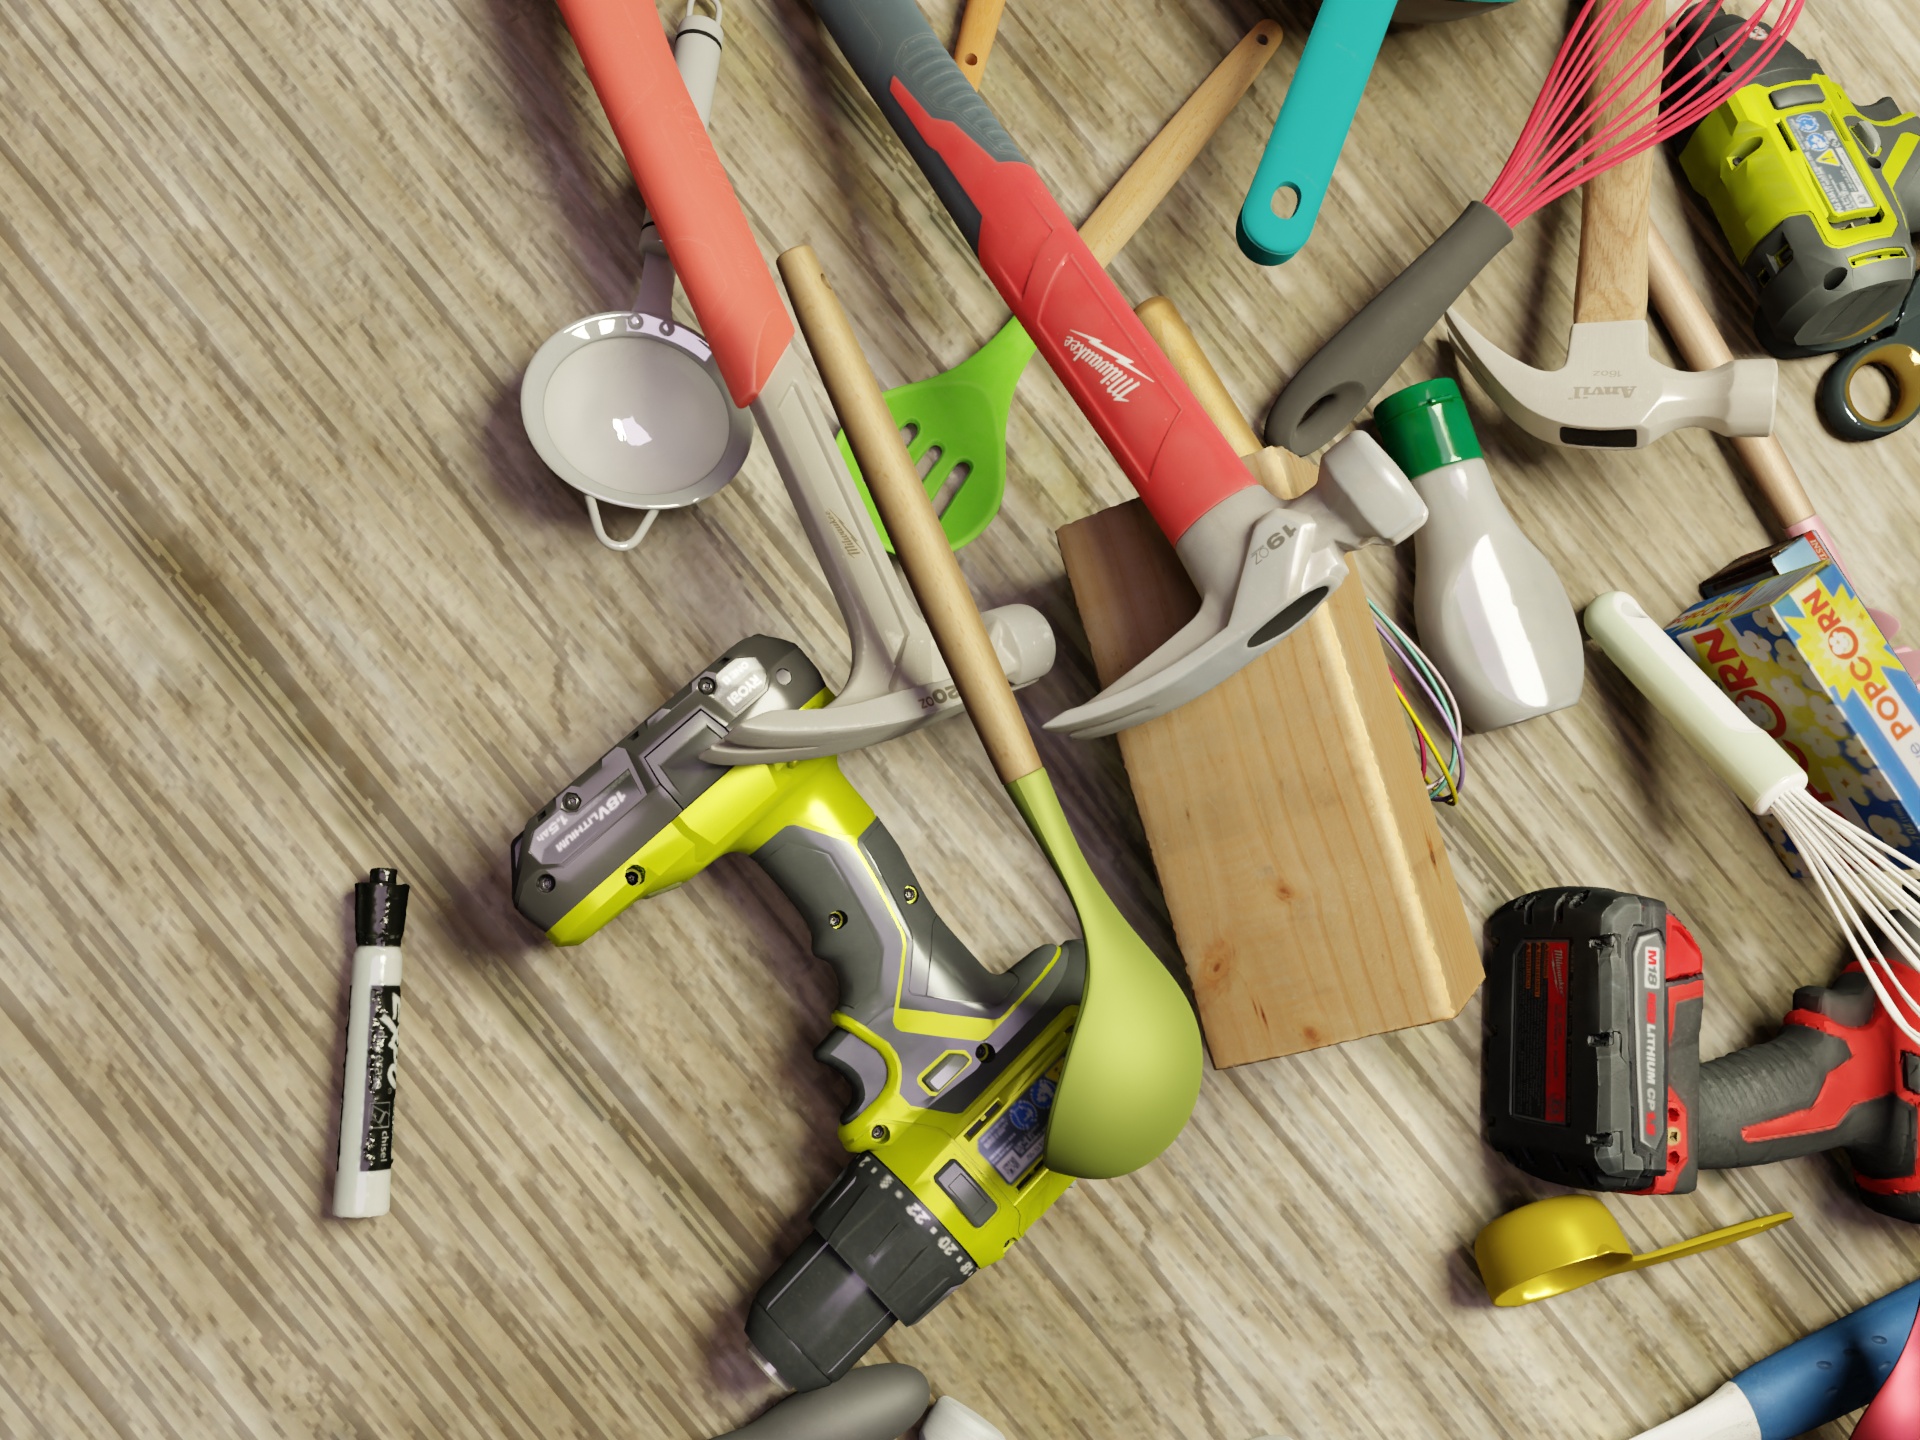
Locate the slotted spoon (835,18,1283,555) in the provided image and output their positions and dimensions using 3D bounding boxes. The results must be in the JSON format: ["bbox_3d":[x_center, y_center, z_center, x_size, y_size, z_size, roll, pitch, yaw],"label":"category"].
[{"bbox_3d":[0.050,-0.188,0.667,0.070,0.031,0.314,38,74,-4],"label":"slotted spoon"}]

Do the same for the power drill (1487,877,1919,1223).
[{"bbox_3d":[0.333,0.128,0.649,0.219,0.078,0.143,7,81,-14],"label":"power drill"}]

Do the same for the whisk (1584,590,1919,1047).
[{"bbox_3d":[0.330,0.035,0.628,0.057,0.059,0.247,-5,48,-32],"label":"whisk"}]

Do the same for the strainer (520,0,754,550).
[{"bbox_3d":[-0.116,-0.178,0.624,0.086,0.050,0.259,10,73,-15],"label":"strainer"}]

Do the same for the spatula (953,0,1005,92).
[{"bbox_3d":[0.040,-0.419,0.696,0.081,0.041,0.323,16,79,-10],"label":"spatula"}]

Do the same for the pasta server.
[{"bbox_3d":[0.373,-0.117,0.717,0.040,0.060,0.316,-29,84,19],"label":"pasta server"}]

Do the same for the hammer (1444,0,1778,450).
[{"bbox_3d":[0.291,-0.269,0.708,0.130,0.031,0.331,2,69,23],"label":"hammer"}]

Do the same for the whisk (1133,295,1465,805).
[{"bbox_3d":[0.137,-0.069,0.661,0.047,0.051,0.245,-18,76,-58],"label":"whisk"}]

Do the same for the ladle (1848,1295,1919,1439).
[{"bbox_3d":[0.381,0.164,0.608,0.069,0.031,0.315,9,86,-18],"label":"ladle"}]

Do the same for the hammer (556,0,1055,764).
[{"bbox_3d":[-0.092,-0.159,0.575,0.149,0.036,0.359,-16,78,-43],"label":"hammer"}]

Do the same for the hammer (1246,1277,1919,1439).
[{"bbox_3d":[0.305,0.287,0.635,0.405,0.035,0.144,-18,84,-14],"label":"hammer"}]

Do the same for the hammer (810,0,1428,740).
[{"bbox_3d":[0.006,-0.178,0.597,0.143,0.038,0.387,-38,66,18],"label":"hammer"}]

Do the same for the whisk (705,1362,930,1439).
[{"bbox_3d":[-0.142,0.279,0.537,0.284,0.070,0.070,-15,84,-18],"label":"whisk"}]

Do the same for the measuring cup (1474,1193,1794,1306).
[{"bbox_3d":[0.275,0.204,0.643,0.156,0.062,0.029,-3,54,-25],"label":"measuring cup"}]

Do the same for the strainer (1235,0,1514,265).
[{"bbox_3d":[0.173,-0.329,0.683,0.211,0.095,0.340,23,79,-5],"label":"strainer"}]

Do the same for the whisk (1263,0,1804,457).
[{"bbox_3d":[0.233,-0.220,0.655,0.073,0.073,0.296,43,98,-2],"label":"whisk"}]

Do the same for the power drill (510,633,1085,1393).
[{"bbox_3d":[-0.054,0.103,0.572,0.190,0.080,0.228,-42,94,-16],"label":"power drill"}]

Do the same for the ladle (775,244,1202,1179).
[{"bbox_3d":[-0.001,-0.002,0.523,0.062,0.078,0.320,-24,90,22],"label":"ladle"}]

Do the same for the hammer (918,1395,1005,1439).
[{"bbox_3d":[0.090,0.393,0.574,0.331,0.033,0.128,37,75,-4],"label":"hammer"}]

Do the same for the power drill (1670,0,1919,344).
[{"bbox_3d":[0.448,-0.273,0.735,0.223,0.080,0.171,-12,71,-10],"label":"power drill"}]
